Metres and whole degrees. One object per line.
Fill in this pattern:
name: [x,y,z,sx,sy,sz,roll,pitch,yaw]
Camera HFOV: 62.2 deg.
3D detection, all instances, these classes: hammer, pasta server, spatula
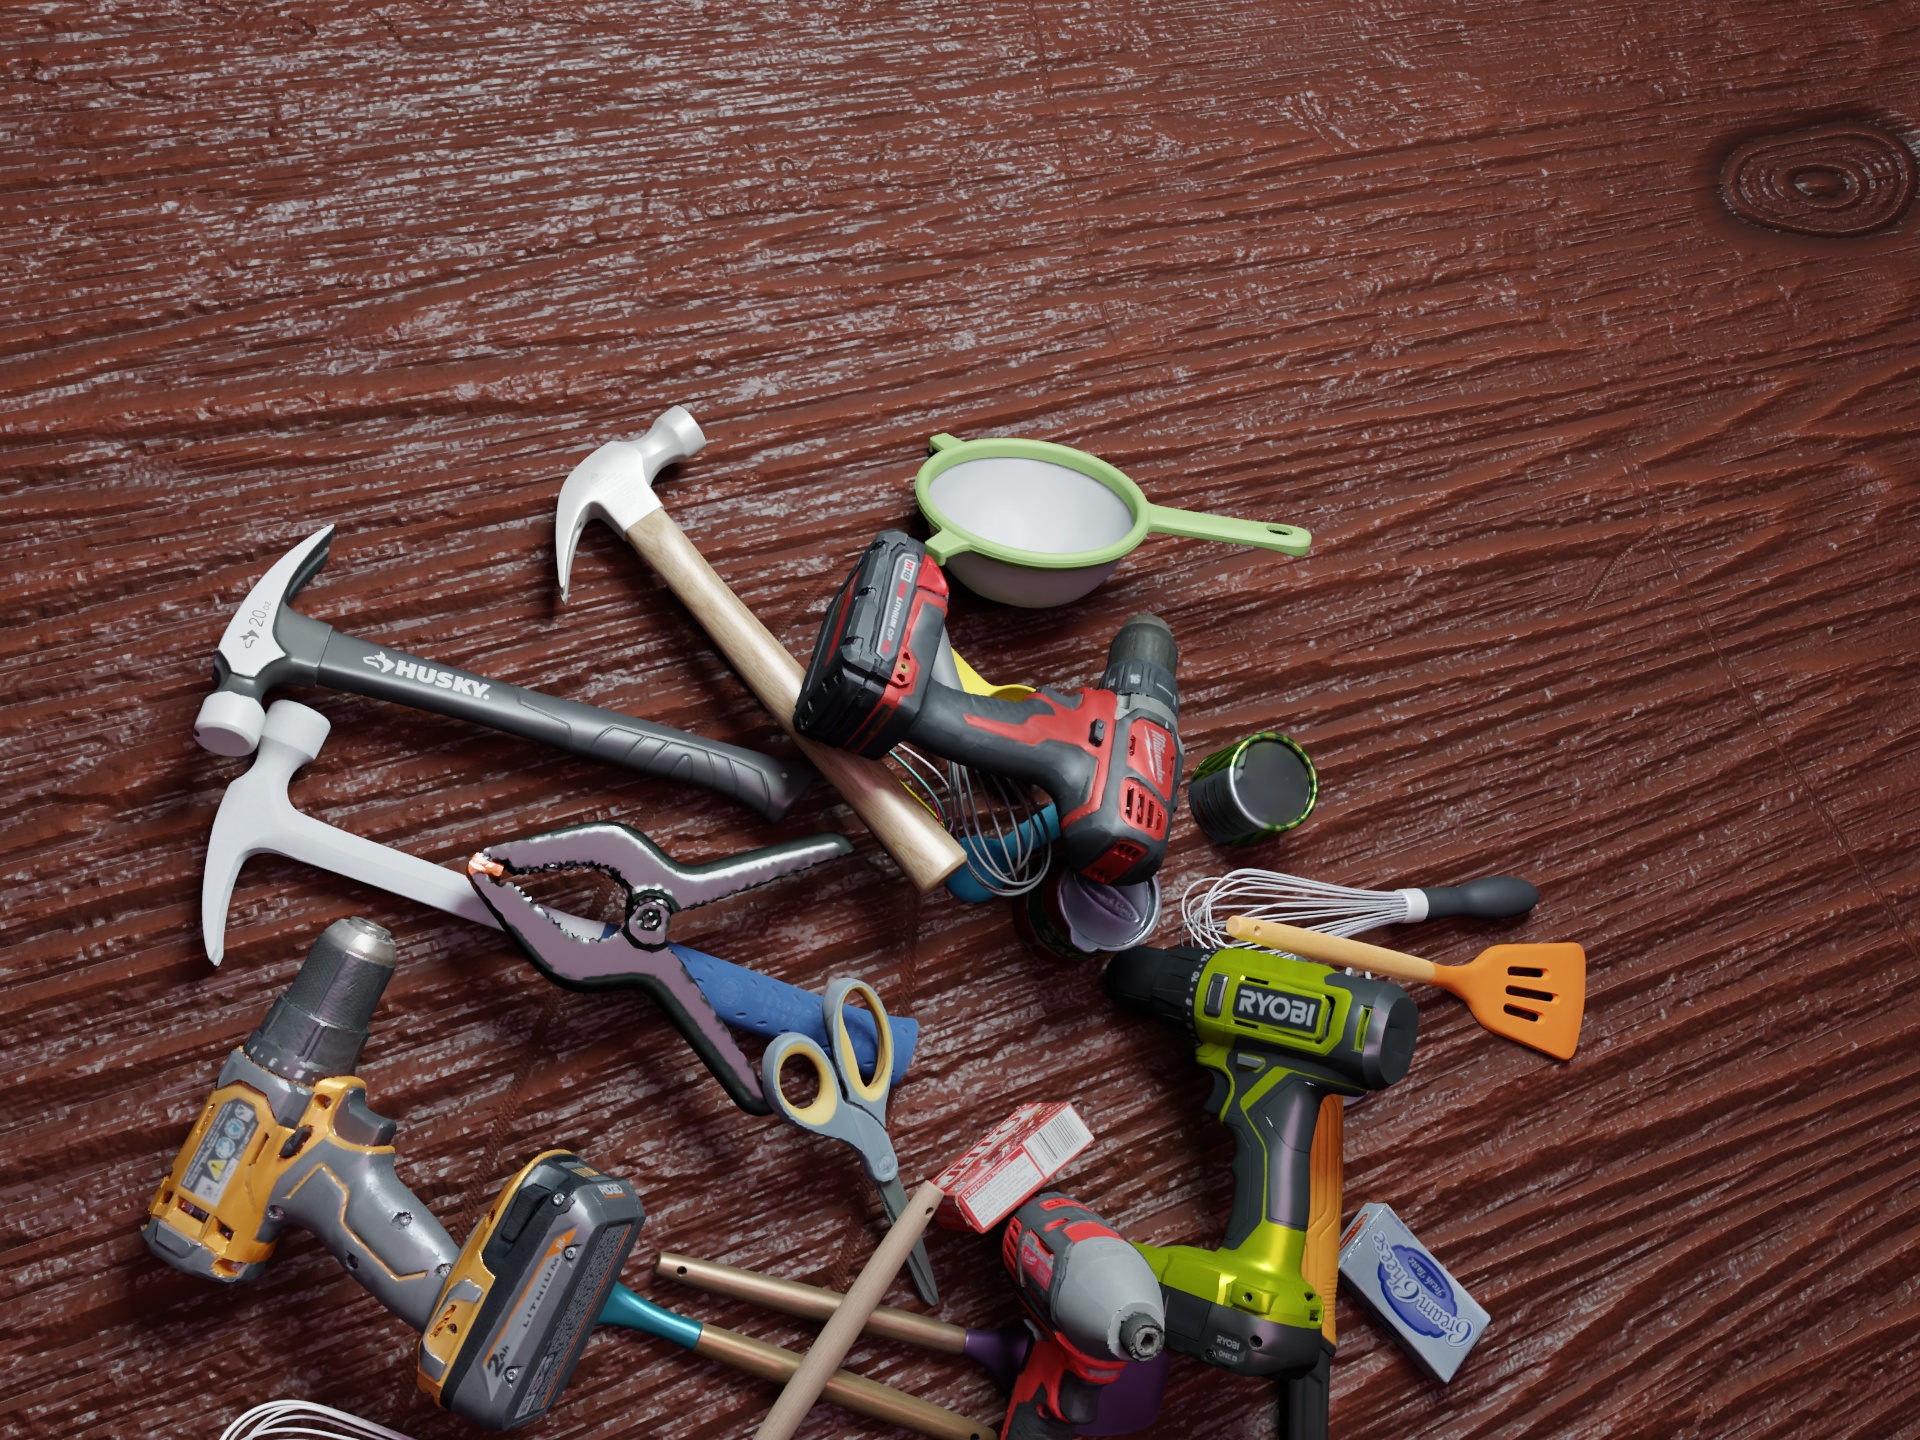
hammer: [-0.242,-0.007,0.911,0.334,0.035,0.146,17,51,-19]
pasta server: [-0.097,0.387,0.844,0.316,0.040,0.060,-55,130,-13]
hammer: [-0.117,-0.032,0.937,0.130,0.031,0.331,-38,81,-18]
spatula: [0.293,0.159,1.024,0.322,0.041,0.081,17,79,-35]
spatula: [-0.023,0.352,0.912,0.315,0.018,0.060,20,77,-13]
hammer: [-0.218,0.128,0.897,0.405,0.035,0.144,22,70,-12]
hammer: [0.219,0.343,0.958,0.127,0.034,0.337,3,83,-12]
spatula: [-0.120,0.350,0.867,0.317,0.044,0.082,24,81,-13]

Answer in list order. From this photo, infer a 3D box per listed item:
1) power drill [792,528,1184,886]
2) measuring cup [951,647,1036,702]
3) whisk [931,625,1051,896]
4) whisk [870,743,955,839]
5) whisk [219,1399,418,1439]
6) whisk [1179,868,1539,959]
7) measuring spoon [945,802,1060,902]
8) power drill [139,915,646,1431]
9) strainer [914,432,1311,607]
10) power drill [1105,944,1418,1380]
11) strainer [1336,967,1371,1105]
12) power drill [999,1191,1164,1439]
power drill: [0.032,-0.022,0.929,0.226,0.080,0.188,26,49,-14]
measuring cup: [-0.002,-0.025,1.019,0.156,0.029,0.062,43,73,9]
whisk: [-0.001,-0.004,0.973,0.055,0.055,0.239,-13,69,-21]
whisk: [-0.088,-0.006,0.976,0.245,0.051,0.047,47,40,2]
whisk: [-0.251,0.387,0.813,0.246,0.057,0.059,15,42,-18]
whisk: [0.270,0.124,1.050,0.284,0.070,0.070,-2,77,-23]
measuring spoon: [0.047,0.072,1.005,0.128,0.021,0.042,-29,87,-21]
power drill: [-0.272,0.218,0.788,0.226,0.084,0.185,23,81,15]
strainer: [0.094,-0.111,1.025,0.256,0.069,0.152,7,37,-5]
power drill: [0.151,0.245,0.930,0.080,0.191,0.228,27,74,-50]
strainer: [0.218,0.261,1.006,0.086,0.050,0.258,38,71,-21]
power drill: [0.054,0.377,0.842,0.078,0.143,0.220,11,90,-19]
